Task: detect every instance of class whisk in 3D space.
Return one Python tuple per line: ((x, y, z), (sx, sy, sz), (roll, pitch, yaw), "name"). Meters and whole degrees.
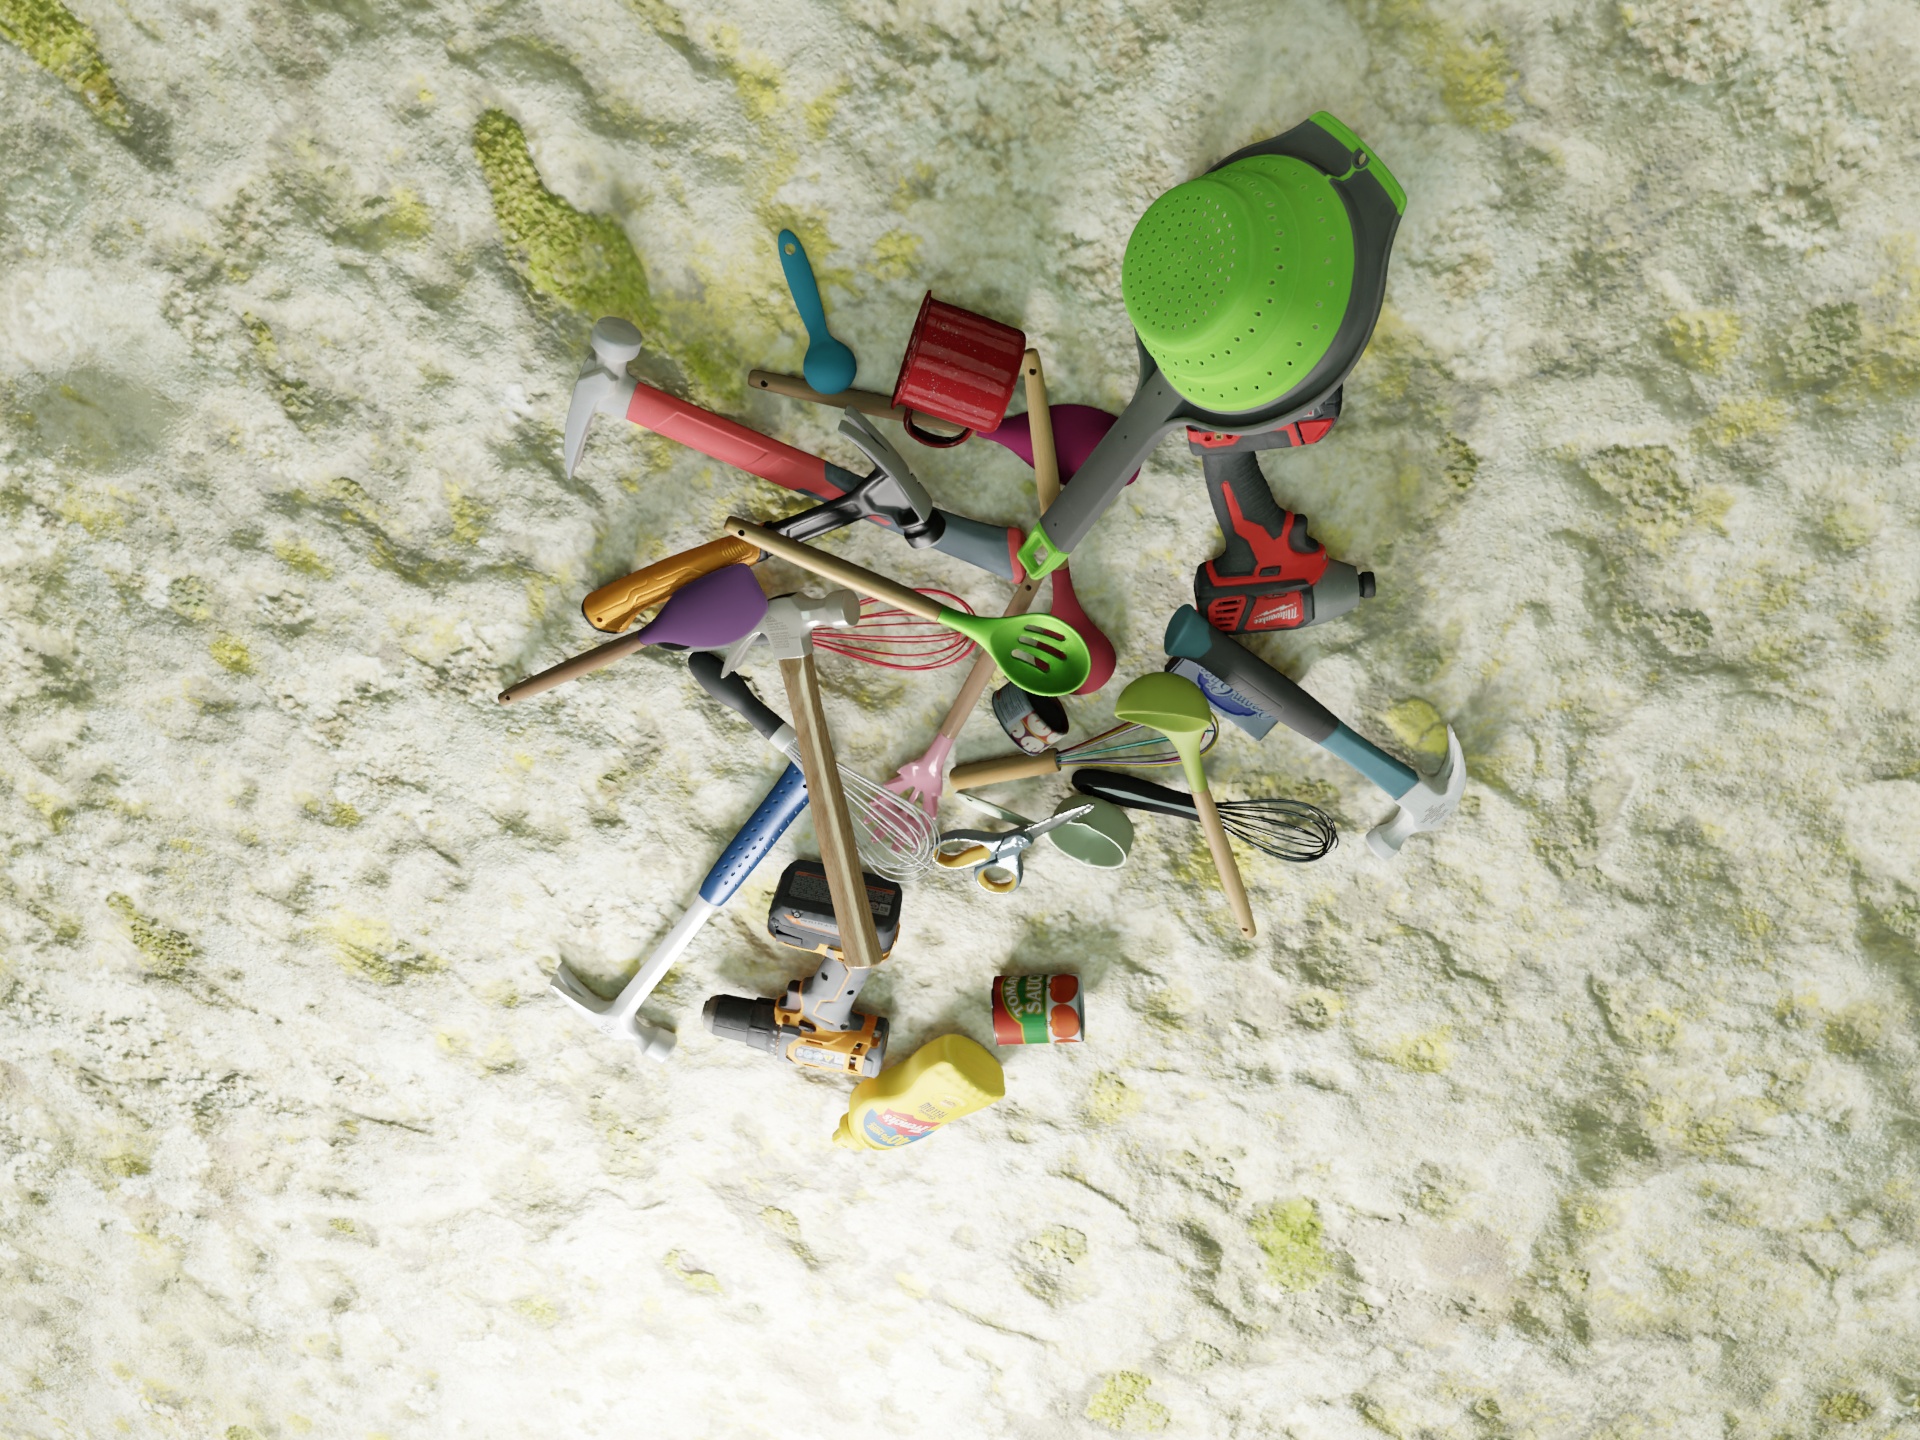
((0.214, 0.078, 1.397), (0.239, 0.055, 0.055), (14, 121, 5), "whisk")
((-0.127, -0.075, 1.348), (0.296, 0.073, 0.073), (0, 120, 15), "whisk")
((0.106, 0.027, 1.390), (0.245, 0.051, 0.047), (-11, 97, 18), "whisk")
((-0.130, 0.036, 1.386), (0.284, 0.070, 0.070), (41, 118, 2), "whisk")

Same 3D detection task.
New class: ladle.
((0.204, 0.084, 1.341), (0.078, 0.062, 0.319), (2, 133, 32), "ladle")
((0.078, -0.148, 1.281), (0.069, 0.031, 0.315), (-5, 122, 10), "ladle")

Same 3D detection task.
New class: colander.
((0.134, -0.249, 1.127), (0.094, 0.205, 0.397), (1, 139, -44), "colander")

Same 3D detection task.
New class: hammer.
((0.292, 0.002, 1.313), (0.330, 0.033, 0.128), (31, 119, -26), "hammer")
((-0.249, 0.174, 1.520), (0.144, 0.035, 0.405), (33, 119, -12), "hammer")
((-0.182, -0.143, 1.291), (0.337, 0.034, 0.127), (-18, 129, 29), "hammer")
((-0.117, 0.055, 1.340), (0.130, 0.031, 0.331), (-4, 106, 26), "hammer")
((-0.128, -0.187, 1.287), (0.386, 0.038, 0.143), (22, 130, -8), "hammer")

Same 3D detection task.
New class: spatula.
((-0.287, -0.061, 1.360), (0.316, 0.018, 0.059), (-18, 105, 31), "spatula")

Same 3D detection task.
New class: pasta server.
((-0.002, -0.004, 1.365), (0.060, 0.040, 0.316), (31, 126, 2), "pasta server")

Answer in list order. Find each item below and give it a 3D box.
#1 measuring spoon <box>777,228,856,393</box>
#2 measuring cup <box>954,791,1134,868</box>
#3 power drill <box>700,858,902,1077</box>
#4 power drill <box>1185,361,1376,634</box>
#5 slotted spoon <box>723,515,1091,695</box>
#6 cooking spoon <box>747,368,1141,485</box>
((-0.115, -0.311, 1.217), (0.042, 0.021, 0.128), (-17, 109, 6), "measuring spoon")
((0.077, 0.082, 1.424), (0.168, 0.038, 0.083), (20, 153, 17), "measuring cup")
((-0.152, 0.242, 1.525), (0.185, 0.084, 0.226), (12, 126, 1), "power drill")
((0.247, -0.169, 1.233), (0.143, 0.079, 0.219), (-4, 123, 11), "power drill")
((-0.040, -0.098, 1.267), (0.313, 0.031, 0.070), (22, 118, -13), "slotted spoon")
((-0.012, -0.237, 1.258), (0.319, 0.017, 0.068), (12, 120, 0), "cooking spoon")
